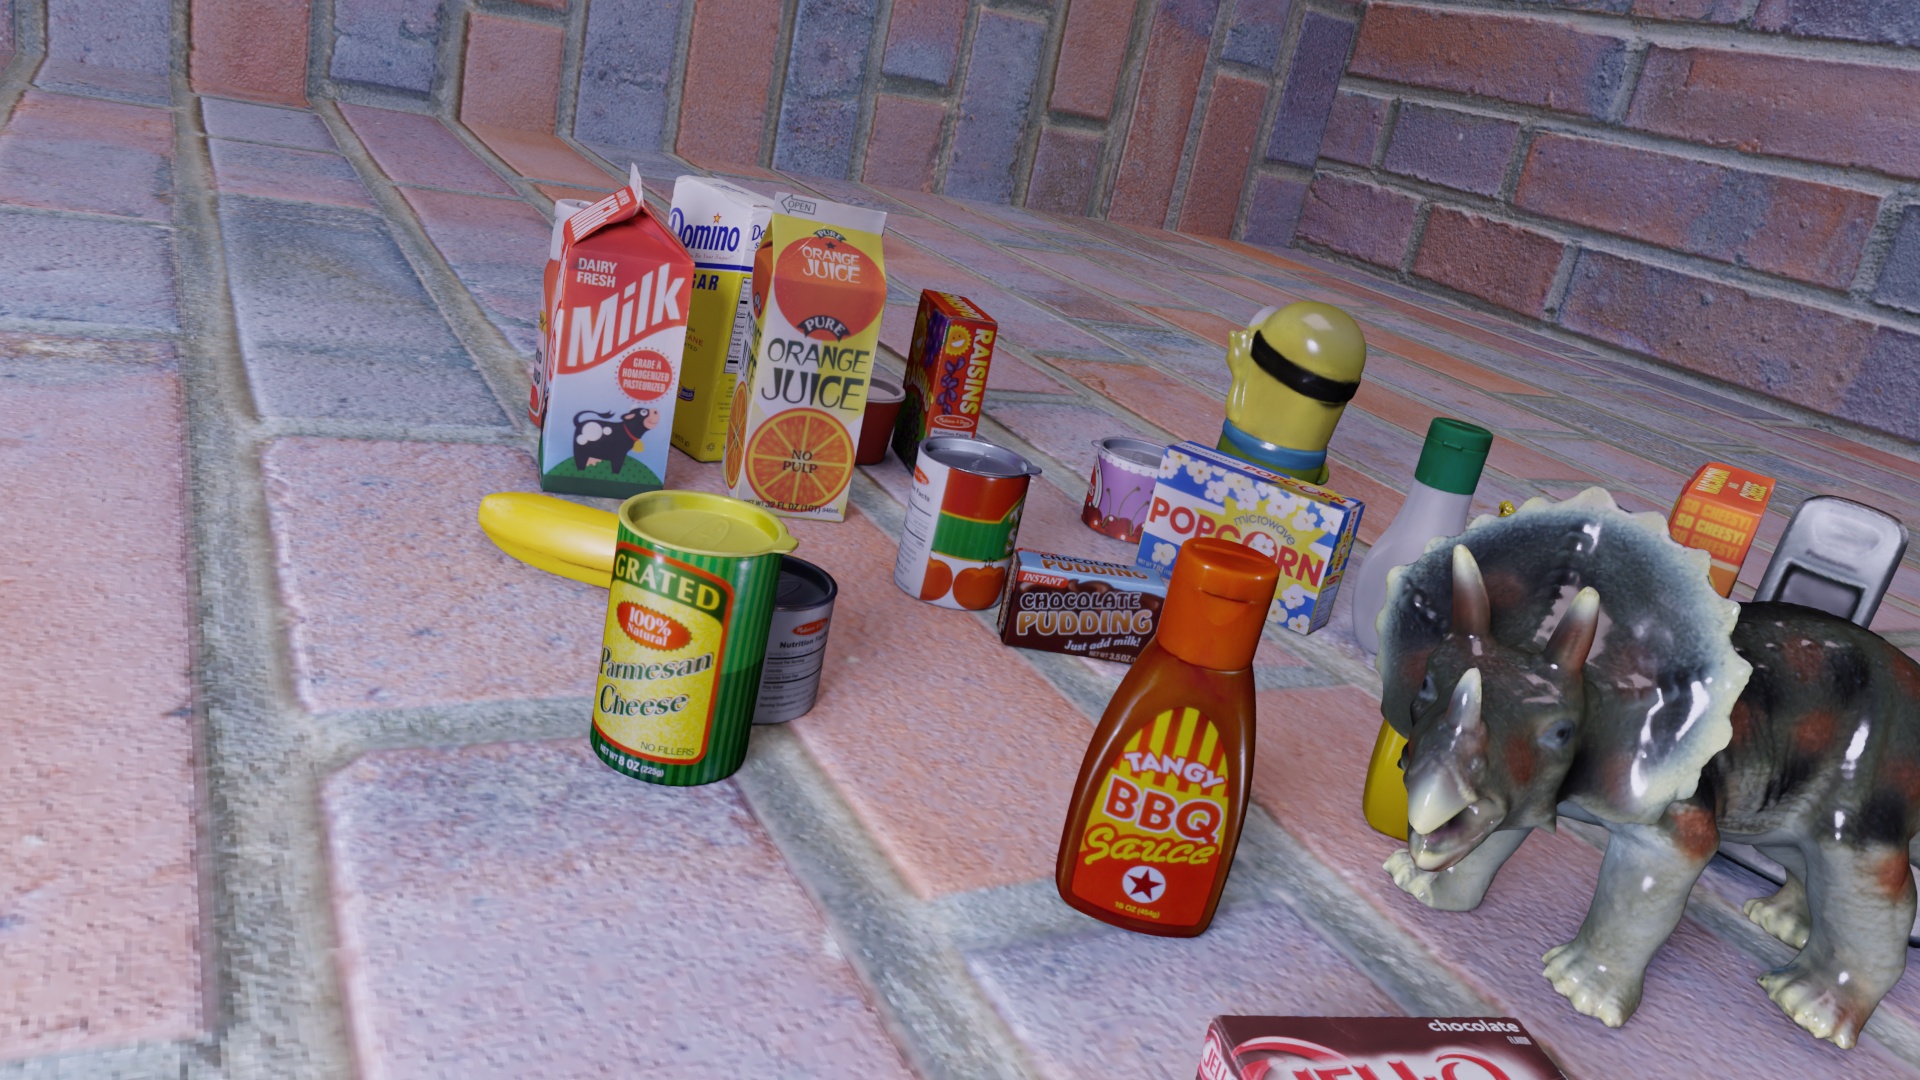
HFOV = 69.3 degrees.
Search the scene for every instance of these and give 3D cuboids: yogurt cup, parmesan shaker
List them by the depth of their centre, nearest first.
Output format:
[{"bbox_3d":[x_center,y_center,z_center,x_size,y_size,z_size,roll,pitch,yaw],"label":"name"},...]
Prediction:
[{"bbox_3d":[-0.108,0.040,0.560,0.071,0.102,0.071,11,19,-4],"label":"parmesan shaker"},{"bbox_3d":[-0.078,-0.089,1.009,0.072,0.053,0.072,11,19,-4],"label":"yogurt cup"}]

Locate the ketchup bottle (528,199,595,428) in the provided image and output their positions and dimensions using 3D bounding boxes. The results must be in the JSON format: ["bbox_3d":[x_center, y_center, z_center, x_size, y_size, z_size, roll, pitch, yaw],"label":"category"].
[{"bbox_3d":[-0.258,-0.150,0.925,0.043,0.148,0.065,5,20,-20],"label":"ketchup bottle"}]

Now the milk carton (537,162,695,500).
[{"bbox_3d":[-0.205,-0.125,0.828,0.073,0.189,0.072,5,20,-20],"label":"milk carton"}]

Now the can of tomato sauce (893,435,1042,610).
[{"bbox_3d":[0.003,-0.010,0.797,0.071,0.082,0.071,11,19,-4],"label":"can of tomato sauce"}]

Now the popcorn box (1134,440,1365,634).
[{"bbox_3d":[0.182,-0.004,0.887,0.127,0.085,0.038,23,22,29],"label":"popcorn box"}]

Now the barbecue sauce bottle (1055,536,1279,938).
[{"bbox_3d":[0.081,0.073,0.517,0.065,0.148,0.044,14,19,4],"label":"barbecue sauce bottle"}]

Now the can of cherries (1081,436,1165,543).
[{"bbox_3d":[0.120,-0.036,0.978,0.071,0.058,0.072,11,19,-4],"label":"can of cherries"}]

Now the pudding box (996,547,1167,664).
[{"bbox_3d":[0.066,0.036,0.759,0.084,0.049,0.030,9,19,-9],"label":"pudding box"}]

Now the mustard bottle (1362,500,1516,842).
[{"bbox_3d":[0.226,0.059,0.627,0.049,0.159,0.065,18,20,17],"label":"mustard bottle"}]

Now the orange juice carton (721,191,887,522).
[{"bbox_3d":[-0.096,-0.115,0.863,0.072,0.192,0.073,6,20,-19],"label":"orange juice carton"}]

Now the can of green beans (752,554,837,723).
[{"bbox_3d":[-0.093,0.043,0.630,0.071,0.057,0.071,11,19,-4],"label":"can of green beans"}]

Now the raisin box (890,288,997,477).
[{"bbox_3d":[-0.014,-0.111,1.007,0.040,0.123,0.086,6,20,-18],"label":"raisin box"}]

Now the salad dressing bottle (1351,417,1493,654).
[{"bbox_3d":[0.283,0.000,0.844,0.064,0.147,0.044,22,21,25],"label":"salad dressing bottle"}]

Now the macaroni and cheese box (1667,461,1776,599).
[{"bbox_3d":[0.383,0.047,0.747,0.040,0.165,0.124,23,22,28],"label":"macaroni and cheese box"}]
